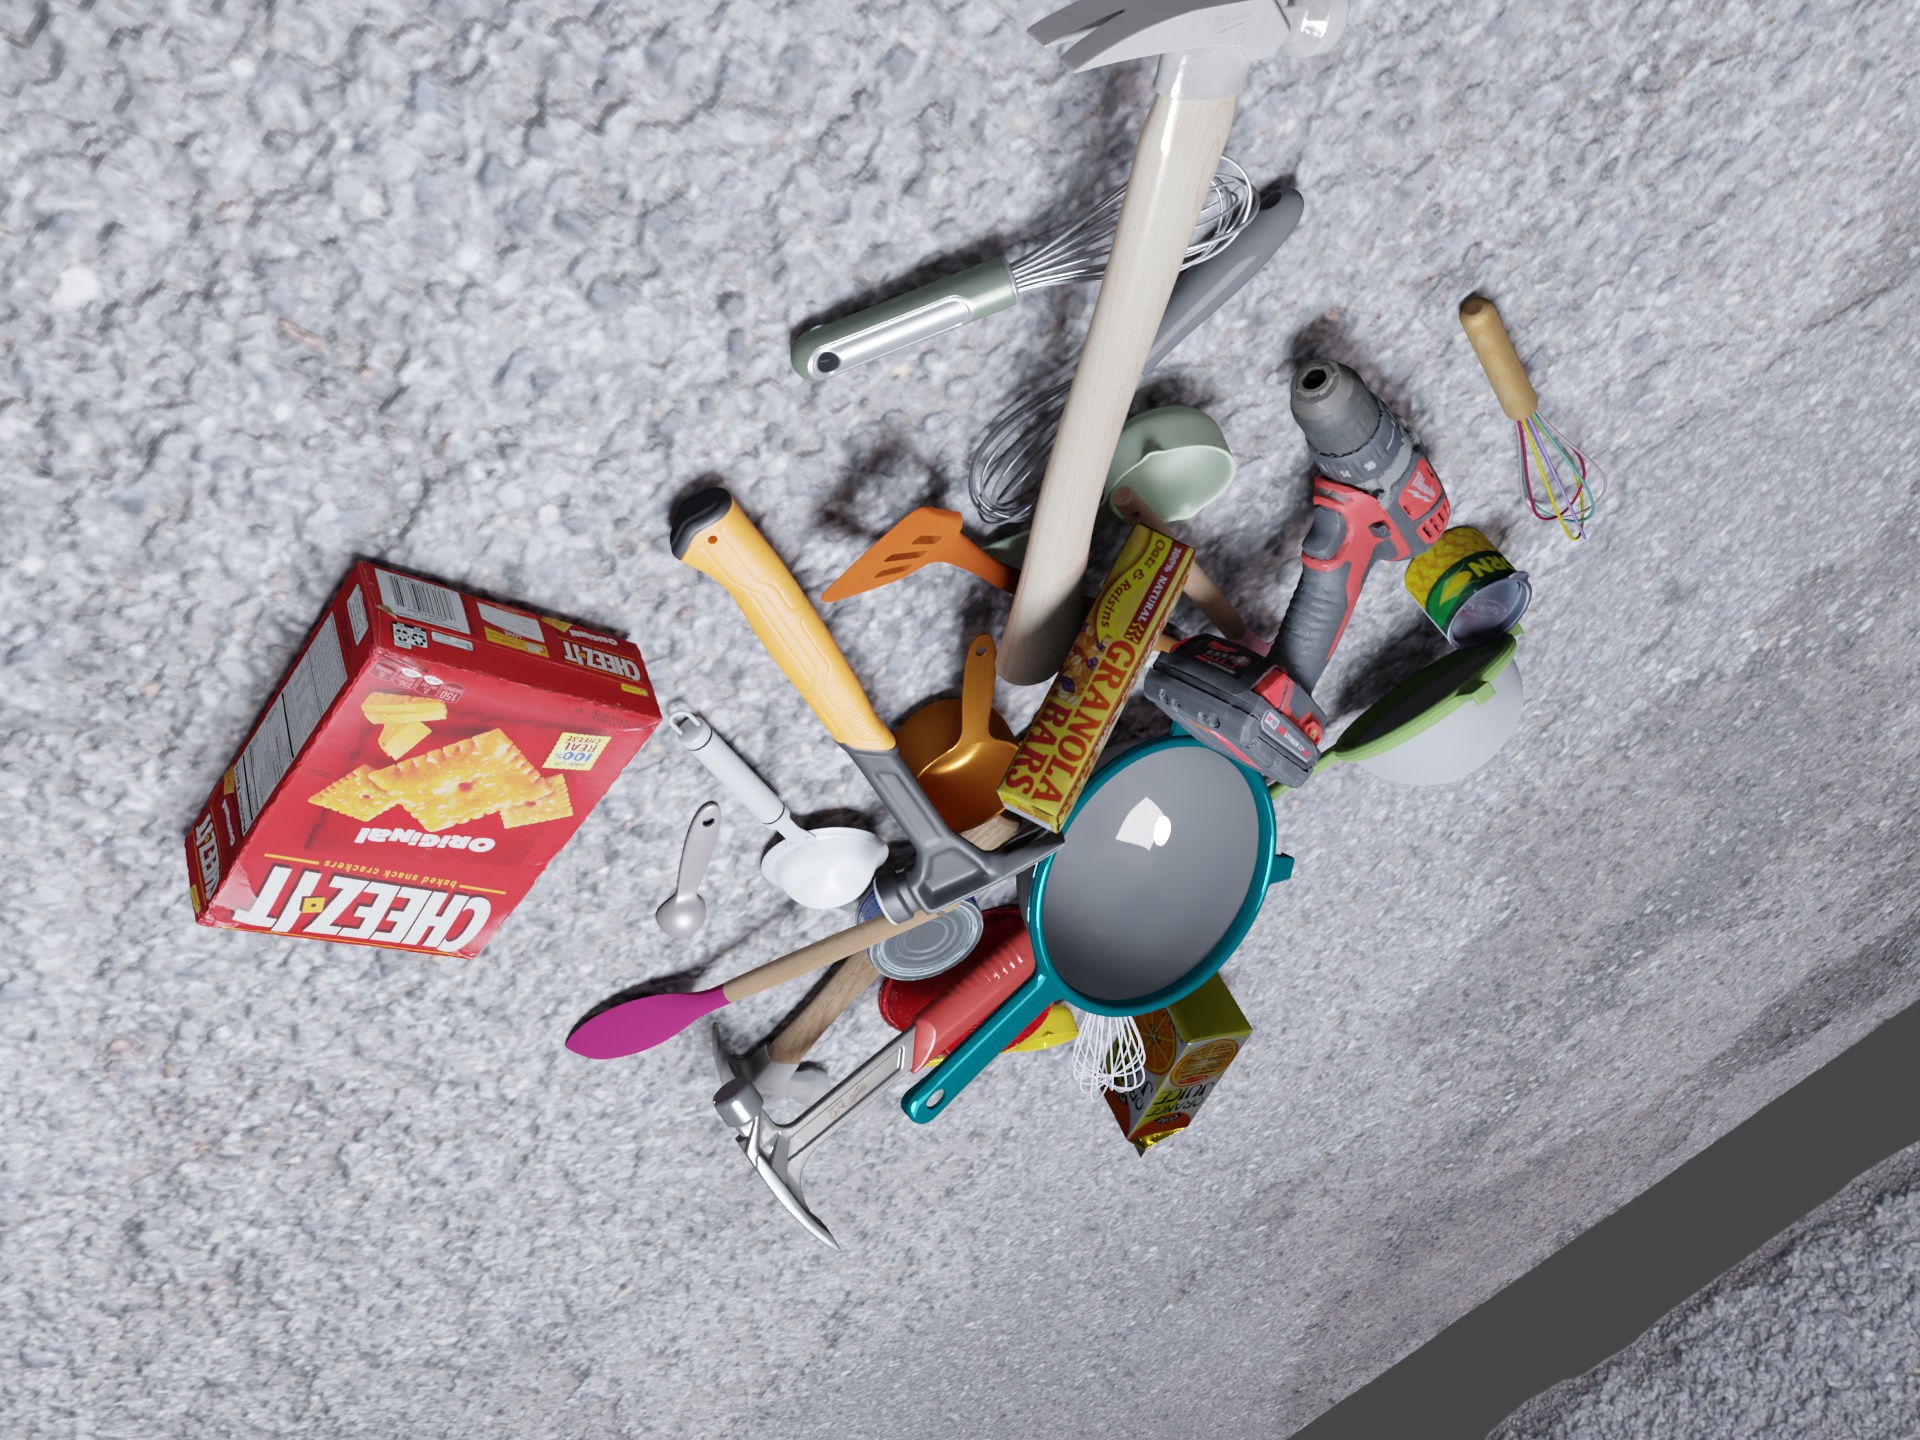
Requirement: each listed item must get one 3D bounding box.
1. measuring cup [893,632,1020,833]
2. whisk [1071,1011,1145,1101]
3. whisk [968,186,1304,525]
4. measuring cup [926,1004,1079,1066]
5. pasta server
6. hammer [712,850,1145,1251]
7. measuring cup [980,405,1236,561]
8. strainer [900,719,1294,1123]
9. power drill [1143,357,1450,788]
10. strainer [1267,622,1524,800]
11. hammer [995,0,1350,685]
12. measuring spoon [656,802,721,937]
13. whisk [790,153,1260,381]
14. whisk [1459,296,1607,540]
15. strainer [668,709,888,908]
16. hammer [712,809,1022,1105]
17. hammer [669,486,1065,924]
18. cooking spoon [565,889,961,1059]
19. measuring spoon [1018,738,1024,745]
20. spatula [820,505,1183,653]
[{"bbox_3d":[-0.002,-0.003,1.003,0.095,0.052,0.173,-13,137,-19],"label":"measuring cup"},{"bbox_3d":[0.124,0.228,1.337,0.070,0.070,0.284,-18,135,-13],"label":"whisk"},{"bbox_3d":[0.093,-0.195,0.855,0.239,0.055,0.055,-44,139,11],"label":"whisk"},{"bbox_3d":[0.021,0.268,1.342,0.156,0.029,0.062,-10,159,-3],"label":"measuring cup"},{"bbox_3d":[0.162,-0.074,1.013,0.060,0.040,0.316,-38,145,11],"label":"pasta server"},{"bbox_3d":[-0.001,0.223,1.176,0.359,0.037,0.149,-37,109,-15],"label":"hammer"},{"bbox_3d":[0.075,-0.133,0.924,0.167,0.038,0.083,-20,155,17],"label":"measuring cup"},{"bbox_3d":[0.070,0.140,1.122,0.340,0.095,0.210,-43,125,-10],"label":"strainer"},{"bbox_3d":[0.205,-0.091,0.959,0.227,0.080,0.187,-59,142,-3],"label":"power drill"},{"bbox_3d":[0.316,0.031,1.178,0.256,0.069,0.151,-37,-179,34],"label":"strainer"},{"bbox_3d":[0.062,-0.158,0.776,0.146,0.038,0.410,-22,148,-28],"label":"hammer"},{"bbox_3d":[-0.173,0.102,1.040,0.034,0.018,0.124,-4,135,-28],"label":"measuring spoon"},{"bbox_3d":[0.032,-0.220,0.786,0.246,0.059,0.057,-22,139,-1],"label":"whisk"},{"bbox_3d":[0.369,-0.194,1.032,0.047,0.051,0.244,-53,136,-3],"label":"whisk"},{"bbox_3d":[-0.117,0.066,1.020,0.087,0.050,0.258,-21,140,14],"label":"strainer"},{"bbox_3d":[-0.070,0.177,1.176,0.130,0.031,0.331,17,123,-43],"label":"hammer"},{"bbox_3d":[-0.058,-0.006,0.921,0.127,0.034,0.336,-25,130,9],"label":"hammer"},{"bbox_3d":[-0.138,0.178,1.091,0.319,0.017,0.068,-25,143,19],"label":"cooking spoon"},{"bbox_3d":[0.025,0.032,1.092,0.117,0.011,0.021,-43,140,23],"label":"measuring spoon"},{"bbox_3d":[0.047,-0.071,0.952,0.081,0.041,0.322,-39,146,28],"label":"spatula"}]
